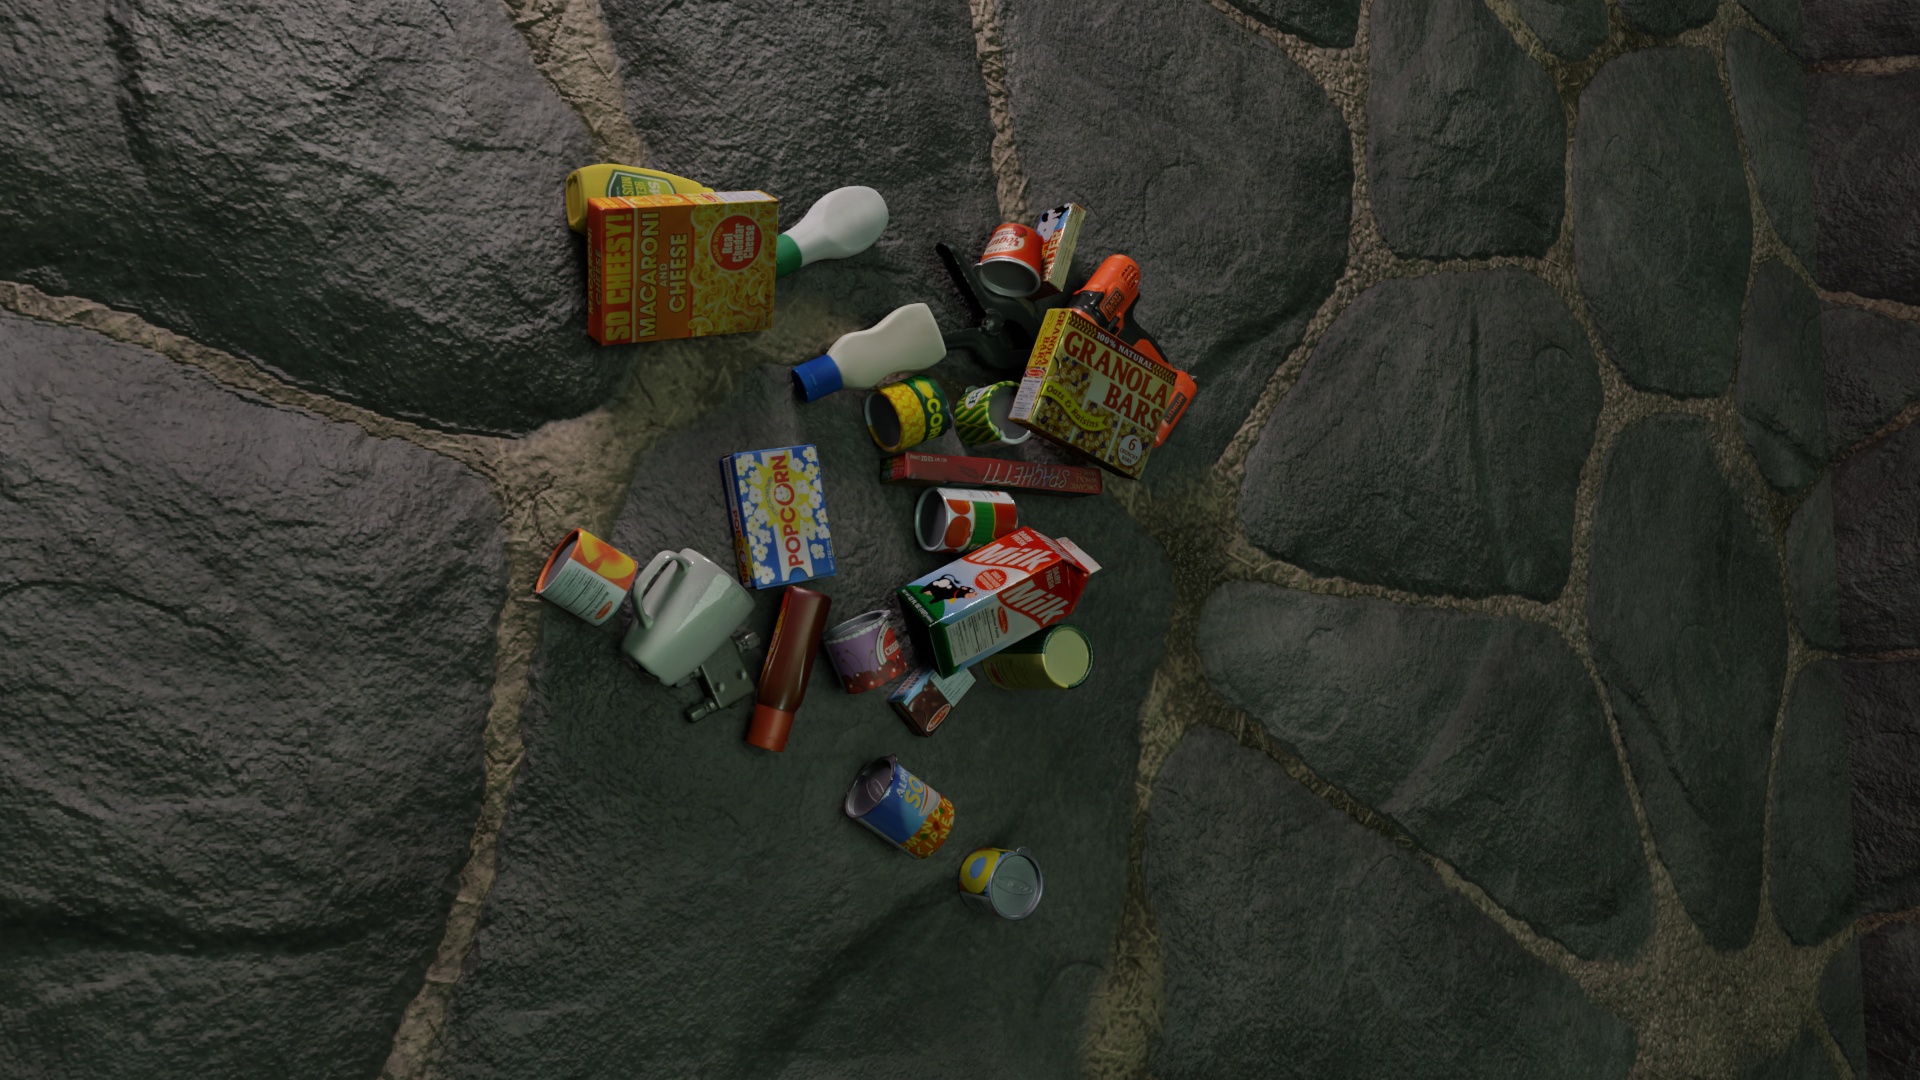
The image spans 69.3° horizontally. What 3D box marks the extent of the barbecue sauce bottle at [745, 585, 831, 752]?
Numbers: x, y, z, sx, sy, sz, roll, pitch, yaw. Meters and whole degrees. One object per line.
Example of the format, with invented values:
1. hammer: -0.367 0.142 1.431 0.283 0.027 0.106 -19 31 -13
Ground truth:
1. barbecue sauce bottle: -0.158 0.118 1.272 0.044 0.065 0.148 16 83 -2

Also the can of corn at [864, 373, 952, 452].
1. can of corn: -0.051 -0.124 1.364 0.058 0.071 0.071 -23 97 -32

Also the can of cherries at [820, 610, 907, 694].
1. can of cherries: -0.088 0.105 1.312 0.072 0.071 0.058 -27 100 -33

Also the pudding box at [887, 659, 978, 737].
1. pudding box: -0.027 0.148 1.373 0.084 0.030 0.049 -48 111 -28

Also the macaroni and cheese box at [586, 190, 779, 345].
1. macaroni and cheese box: -0.247 -0.243 1.236 0.167 0.040 0.123 -12 122 -34

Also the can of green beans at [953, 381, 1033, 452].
1. can of green beans: 0.036 -0.127 1.430 0.071 0.057 0.071 4 82 -33

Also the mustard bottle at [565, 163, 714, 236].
1. mustard bottle: -0.271 -0.302 1.251 0.161 0.048 0.065 -6 92 -34

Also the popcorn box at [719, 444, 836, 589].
1. popcorn box: -0.170 -0.022 1.293 0.085 0.038 0.126 -9 89 -35

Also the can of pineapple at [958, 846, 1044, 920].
1. can of pineapple: 0.041 0.338 1.379 0.071 0.057 0.071 4 82 -34

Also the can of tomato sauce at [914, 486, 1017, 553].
1. can of tomato sauce: 0.005 -0.017 1.392 0.083 0.071 0.071 3 83 -33

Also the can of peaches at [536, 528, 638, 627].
1. can of peaches: -0.316 0.030 1.174 0.058 0.071 0.071 34 67 -26

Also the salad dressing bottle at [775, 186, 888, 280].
1. salad dressing bottle: -0.137 -0.294 1.344 0.148 0.044 0.064 -35 106 -30

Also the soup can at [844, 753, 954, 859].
1. soup can: -0.055 0.253 1.318 0.083 0.071 0.071 40 65 -24

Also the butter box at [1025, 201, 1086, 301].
1. butter box: 0.099 -0.311 1.497 0.024 0.053 0.104 28 71 -31

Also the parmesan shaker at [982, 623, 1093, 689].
1. parmesan shaker: 0.080 0.120 1.403 0.071 0.103 0.071 4 83 -34

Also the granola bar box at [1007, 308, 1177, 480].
1. granola bar box: 0.140 -0.149 1.434 0.165 0.039 0.124 24 84 -35

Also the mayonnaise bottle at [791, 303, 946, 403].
1. mayonnaise bottle: -0.090 -0.177 1.344 0.148 0.041 0.064 -25 99 -19

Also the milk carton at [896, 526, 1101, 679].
1. milk carton: 0.041 0.051 1.363 0.191 0.072 0.073 -26 128 -17

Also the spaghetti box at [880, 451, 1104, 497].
1. spaghetti box: 0.036 -0.066 1.428 0.250 0.050 0.028 3 84 -34

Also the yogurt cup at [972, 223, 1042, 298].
1. yogurt cup: 0.055 -0.296 1.461 0.072 0.072 0.054 28 62 -28
